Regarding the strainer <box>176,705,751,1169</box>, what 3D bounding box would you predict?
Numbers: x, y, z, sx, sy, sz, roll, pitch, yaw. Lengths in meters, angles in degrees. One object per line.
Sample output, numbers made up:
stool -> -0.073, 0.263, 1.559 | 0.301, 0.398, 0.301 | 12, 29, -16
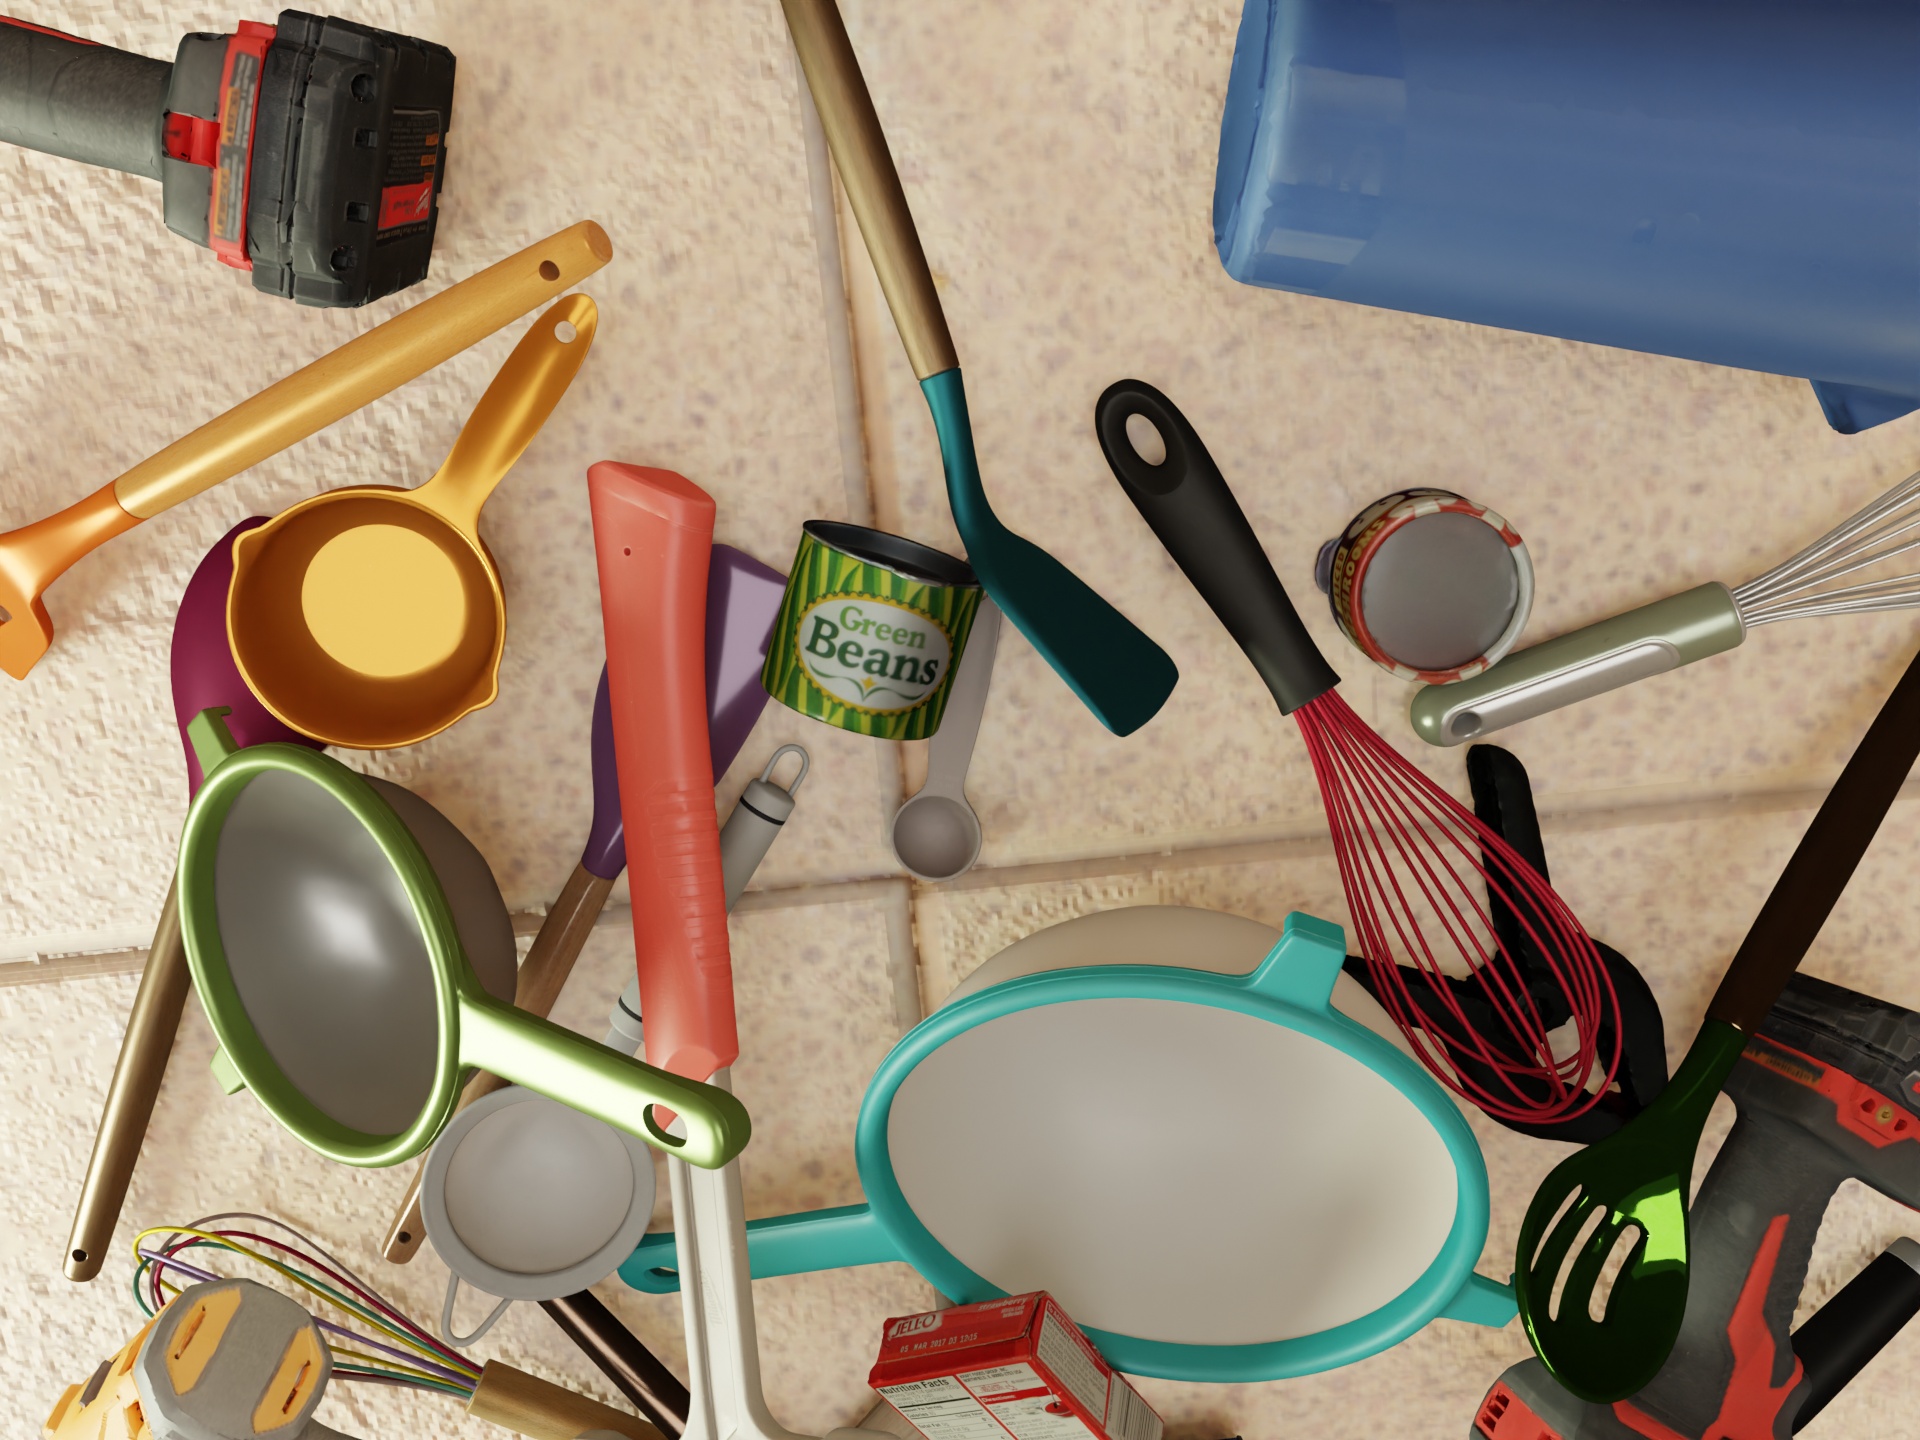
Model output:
strainer -> -0.160, 0.087, 0.538 | 0.256, 0.069, 0.151 | 15, 110, 29

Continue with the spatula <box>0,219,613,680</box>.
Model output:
spatula -> -0.233, -0.083, 0.490 | 0.322, 0.041, 0.081 | -19, 119, 23

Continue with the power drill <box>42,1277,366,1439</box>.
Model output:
power drill -> -0.240, 0.311, 0.607 | 0.226, 0.084, 0.185 | 38, 123, -19

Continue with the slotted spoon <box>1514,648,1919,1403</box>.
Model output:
slotted spoon -> 0.275, 0.086, 0.544 | 0.070, 0.031, 0.314 | 39, 77, -11

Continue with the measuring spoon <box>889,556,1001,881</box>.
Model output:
measuring spoon -> -0.001, -0.002, 0.586 | 0.034, 0.018, 0.124 | 10, 98, 3

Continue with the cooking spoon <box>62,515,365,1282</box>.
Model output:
cooking spoon -> -0.292, 0.076, 0.599 | 0.068, 0.017, 0.319 | 21, 103, -5

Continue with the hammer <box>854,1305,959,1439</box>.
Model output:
hammer -> -0.105, 0.383, 0.672 | 0.146, 0.038, 0.410 | 36, 101, -8

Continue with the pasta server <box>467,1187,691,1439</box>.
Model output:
pasta server -> -0.085, 0.300, 0.620 | 0.060, 0.040, 0.316 | -45, 88, -3

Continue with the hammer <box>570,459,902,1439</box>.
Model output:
hammer -> -0.102, 0.091, 0.549 | 0.149, 0.036, 0.359 | -8, 87, 31

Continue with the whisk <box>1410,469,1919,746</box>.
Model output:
whisk -> 0.279, -0.040, 0.561 | 0.246, 0.059, 0.057 | -20, 131, 9

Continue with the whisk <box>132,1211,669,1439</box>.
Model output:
whisk -> -0.213, 0.257, 0.635 | 0.245, 0.051, 0.047 | 27, 97, -10

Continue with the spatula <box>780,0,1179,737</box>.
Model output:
spatula -> -0.006, -0.144, 0.530 | 0.044, 0.082, 0.317 | -16, 100, 27

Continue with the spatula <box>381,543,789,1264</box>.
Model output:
spatula -> -0.150, 0.076, 0.600 | 0.059, 0.018, 0.316 | 28, 101, -4

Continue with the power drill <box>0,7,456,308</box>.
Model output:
power drill -> -0.274, -0.191, 0.474 | 0.219, 0.143, 0.078 | 11, 109, -10

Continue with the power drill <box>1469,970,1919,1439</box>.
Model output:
power drill -> 0.310, 0.224, 0.577 | 0.187, 0.080, 0.227 | 31, 88, -14

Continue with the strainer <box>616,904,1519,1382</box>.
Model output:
strainer -> 0.020, 0.153, 0.593 | 0.340, 0.095, 0.210 | -17, 121, 26

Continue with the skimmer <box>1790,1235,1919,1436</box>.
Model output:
skimmer -> 0.233, 0.314, 0.646 | 0.363, 0.127, 0.090 | -41, 58, -2

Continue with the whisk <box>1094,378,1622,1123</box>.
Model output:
whisk -> 0.130, 0.009, 0.544 | 0.073, 0.073, 0.296 | -32, 87, 8

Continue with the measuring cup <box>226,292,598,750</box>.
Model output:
measuring cup -> -0.177, -0.072, 0.547 | 0.095, 0.052, 0.173 | 34, 90, -19

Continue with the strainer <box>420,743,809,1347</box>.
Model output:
strainer -> -0.125, 0.119, 0.601 | 0.086, 0.050, 0.258 | 30, 97, -14
